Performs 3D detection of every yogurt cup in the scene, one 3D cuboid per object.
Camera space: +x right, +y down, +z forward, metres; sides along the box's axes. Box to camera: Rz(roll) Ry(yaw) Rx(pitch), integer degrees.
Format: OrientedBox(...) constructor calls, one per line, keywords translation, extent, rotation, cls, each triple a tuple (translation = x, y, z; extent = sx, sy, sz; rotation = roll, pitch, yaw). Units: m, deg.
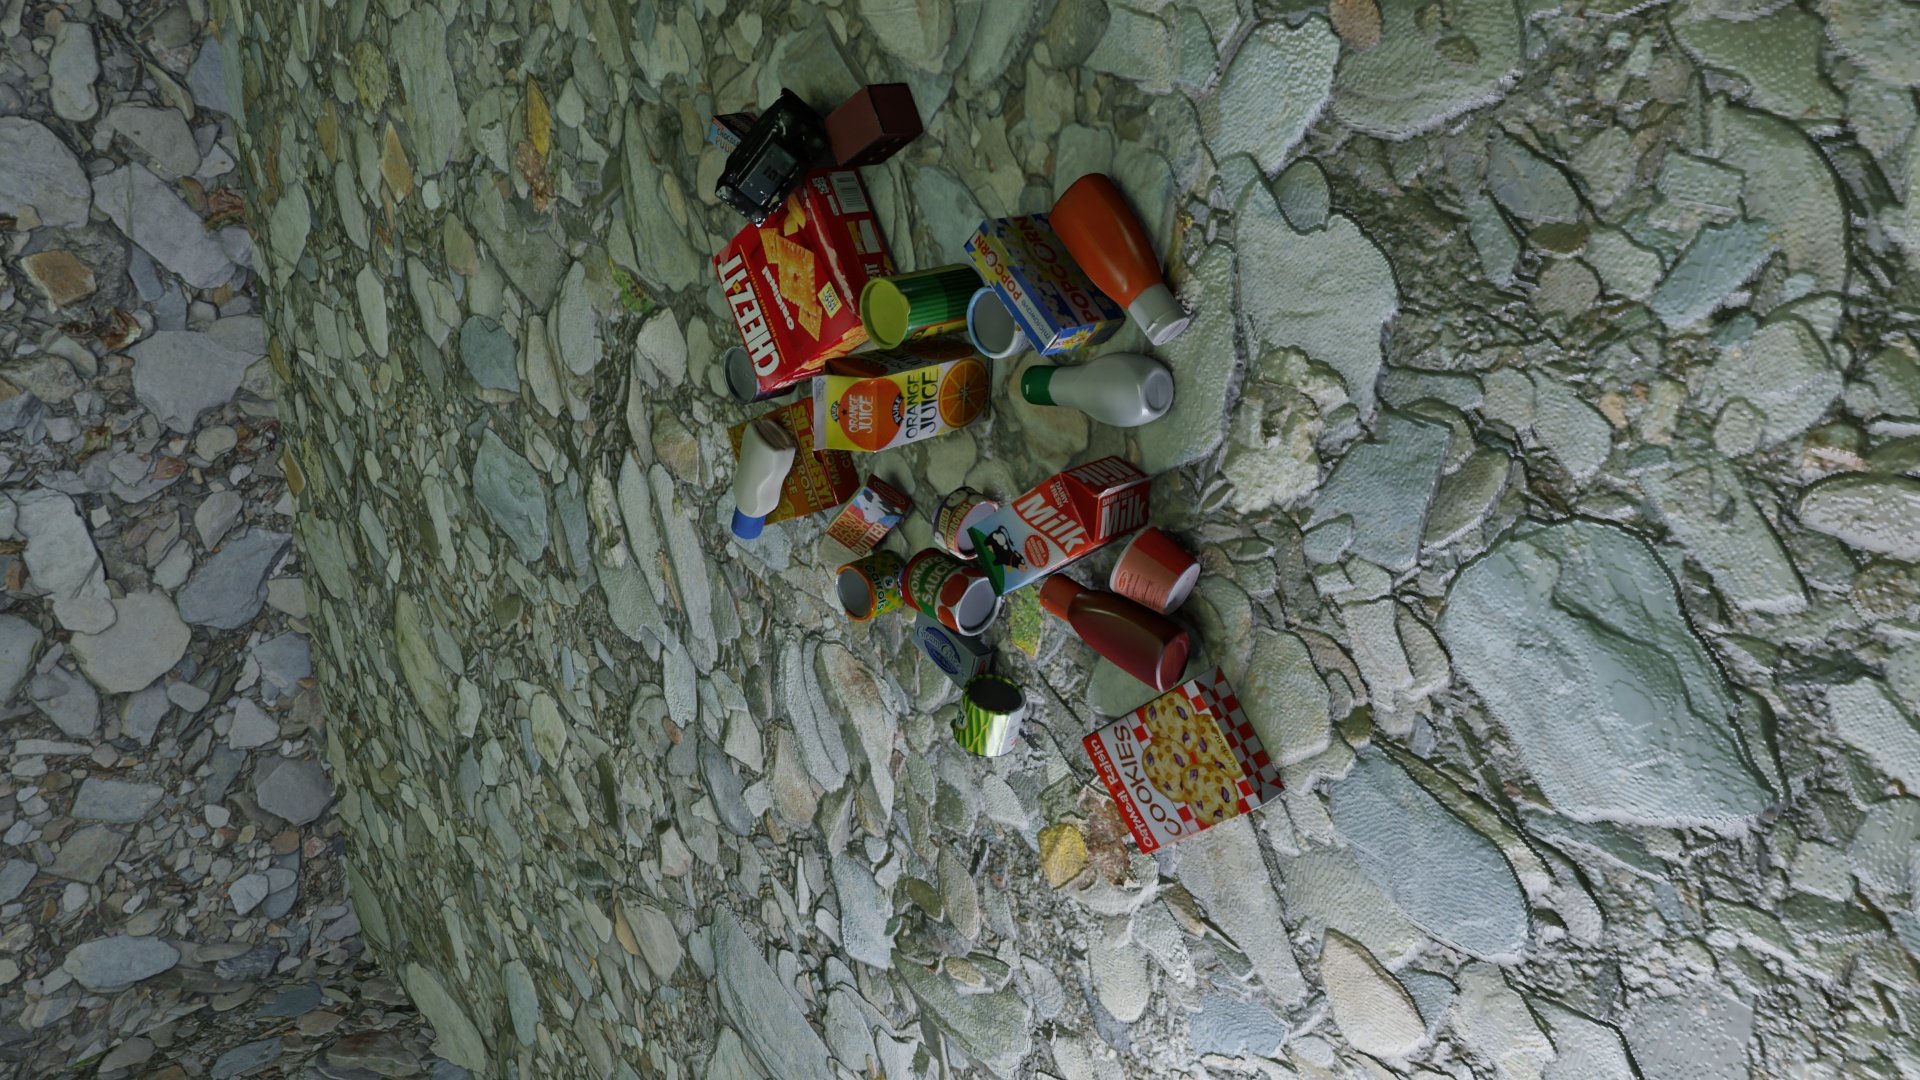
OrientedBox(translation=(0.170, 0.028, 1.202), extent=(0.054, 0.073, 0.072), rotation=(34, 128, 25), cls="yogurt cup")

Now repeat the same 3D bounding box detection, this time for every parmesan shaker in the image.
OrientedBox(translation=(-0.032, -0.221, 1.298), extent=(0.071, 0.103, 0.071), rotation=(21, 120, 42), cls="parmesan shaker")

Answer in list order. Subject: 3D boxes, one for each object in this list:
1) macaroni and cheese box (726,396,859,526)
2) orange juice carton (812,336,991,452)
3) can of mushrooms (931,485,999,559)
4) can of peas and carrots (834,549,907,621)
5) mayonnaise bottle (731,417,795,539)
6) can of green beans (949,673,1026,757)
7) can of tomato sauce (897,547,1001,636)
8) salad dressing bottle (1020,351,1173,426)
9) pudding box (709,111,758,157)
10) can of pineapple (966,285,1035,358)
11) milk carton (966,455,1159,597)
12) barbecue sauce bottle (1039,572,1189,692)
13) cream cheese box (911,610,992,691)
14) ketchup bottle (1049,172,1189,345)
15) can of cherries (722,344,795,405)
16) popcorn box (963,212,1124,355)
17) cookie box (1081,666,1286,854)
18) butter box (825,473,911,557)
OrientedBox(translation=(-0.191, -0.088, 1.574), extent=(0.166, 0.040, 0.123), rotation=(-13, 96, 50), cls="macaroni and cheese box")
OrientedBox(translation=(-0.062, -0.136, 1.296), extent=(0.073, 0.193, 0.071), rotation=(24, 121, 40), cls="orange juice carton")
OrientedBox(translation=(0.005, -0.017, 1.361), extent=(0.033, 0.071, 0.070), rotation=(31, 126, 34), cls="can of mushrooms")
OrientedBox(translation=(-0.093, 0.049, 1.505), extent=(0.071, 0.059, 0.070), rotation=(21, 120, 42), cls="can of peas and carrots")
OrientedBox(translation=(-0.227, -0.065, 1.560), extent=(0.065, 0.041, 0.147), rotation=(48, 137, 26), cls="mayonnaise bottle")
OrientedBox(translation=(0.030, 0.177, 1.411), extent=(0.071, 0.071, 0.057), rotation=(36, 129, 34), cls="can of green beans")
OrientedBox(translation=(-0.011, 0.051, 1.406), extent=(0.083, 0.071, 0.071), rotation=(26, 123, 39), cls="can of tomato sauce")
OrientedBox(translation=(0.116, -0.134, 1.215), extent=(0.147, 0.044, 0.064), rotation=(10, 114, 47), cls="salad dressing bottle")
OrientedBox(translation=(-0.223, -0.421, 1.474), extent=(0.084, 0.050, 0.030), rotation=(45, 135, 28), cls="pudding box")
OrientedBox(translation=(0.047, -0.202, 1.253), extent=(0.071, 0.058, 0.070), rotation=(21, 119, 42), cls="can of pineapple")
OrientedBox(translation=(0.096, -0.018, 1.258), extent=(0.190, 0.072, 0.073), rotation=(-31, 81, 49), cls="milk carton")
OrientedBox(translation=(0.134, 0.075, 1.239), extent=(0.149, 0.044, 0.064), rotation=(31, 137, 38), cls="barbecue sauce bottle")
OrientedBox(translation=(-0.011, 0.111, 1.456), extent=(0.104, 0.024, 0.053), rotation=(41, 132, 38), cls="cream cheese box")
OrientedBox(translation=(0.134, -0.231, 1.156), extent=(0.149, 0.044, 0.064), rotation=(58, 139, 14), cls="ketchup bottle")
OrientedBox(translation=(-0.223, -0.191, 1.557), extent=(0.071, 0.058, 0.071), rotation=(21, 119, 43), cls="can of cherries")
OrientedBox(translation=(0.073, -0.222, 1.196), extent=(0.127, 0.085, 0.038), rotation=(57, 137, 16), cls="popcorn box")
OrientedBox(translation=(0.196, 0.202, 1.257), extent=(0.166, 0.040, 0.123), rotation=(-39, 75, 48), cls="cookie box")
OrientedBox(translation=(-0.100, -0.026, 1.492), extent=(0.053, 0.024, 0.103), rotation=(34, 138, -11), cls="butter box")
